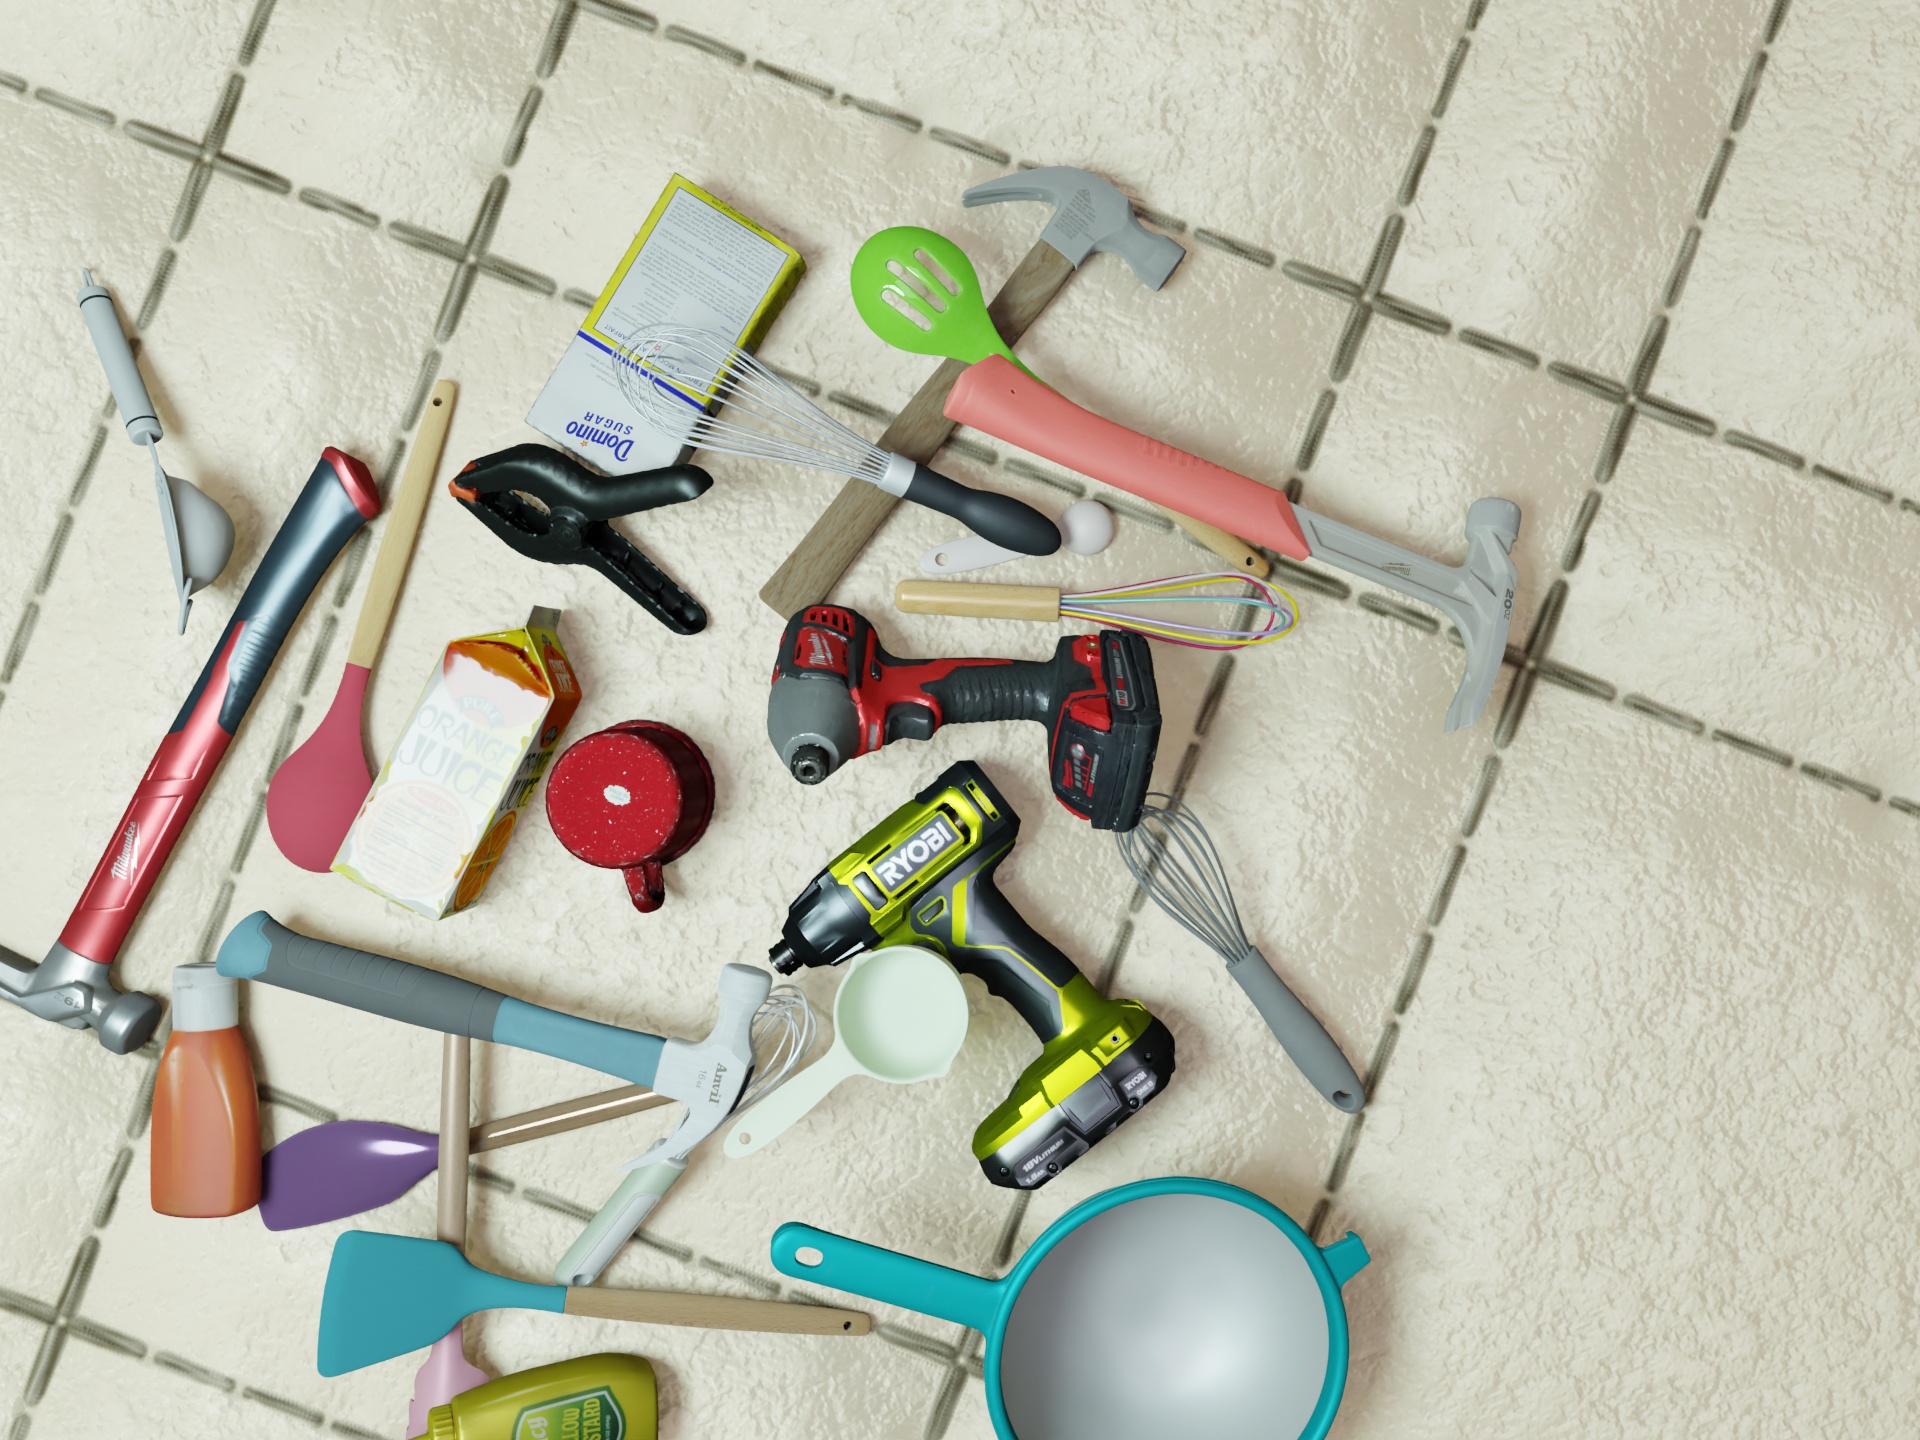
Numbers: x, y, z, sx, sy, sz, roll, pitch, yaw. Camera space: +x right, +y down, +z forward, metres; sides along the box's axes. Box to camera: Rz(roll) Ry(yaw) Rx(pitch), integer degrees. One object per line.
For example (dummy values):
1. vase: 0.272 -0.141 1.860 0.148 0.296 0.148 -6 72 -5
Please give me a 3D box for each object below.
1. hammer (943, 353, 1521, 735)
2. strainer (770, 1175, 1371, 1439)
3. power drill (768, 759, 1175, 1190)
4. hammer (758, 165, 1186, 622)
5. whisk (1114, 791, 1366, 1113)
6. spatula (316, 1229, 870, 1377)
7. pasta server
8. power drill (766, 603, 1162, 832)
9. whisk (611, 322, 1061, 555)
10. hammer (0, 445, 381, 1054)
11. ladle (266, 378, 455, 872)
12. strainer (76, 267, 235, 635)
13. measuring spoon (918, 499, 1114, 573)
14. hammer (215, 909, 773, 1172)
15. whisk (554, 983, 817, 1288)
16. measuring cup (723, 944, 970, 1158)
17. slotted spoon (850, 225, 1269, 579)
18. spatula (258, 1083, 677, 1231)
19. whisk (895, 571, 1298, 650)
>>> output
1. hammer: 0.159 -0.118 0.930 0.359 0.036 0.149 20 73 -9
2. strainer: 0.052 0.337 0.928 0.340 0.095 0.211 18 92 -7
3. power drill: 0.007 0.160 0.953 0.171 0.080 0.223 -38 86 0
4. hammer: -0.013 -0.198 0.976 0.130 0.031 0.331 38 90 0
5. whisk: 0.174 0.143 0.968 0.055 0.055 0.239 -37 94 0
6. spatula: -0.209 0.351 0.943 0.317 0.044 0.082 8 85 -10
7. pasta server: -0.306 0.317 0.963 0.060 0.040 0.316 2 91 0
8. power drill: -0.001 -0.003 0.917 0.219 0.143 0.078 6 123 -3
9. whisk: -0.066 -0.156 0.925 0.284 0.070 0.070 21 90 -16
10. hammer: -0.477 0.001 0.971 0.143 0.038 0.386 28 90 2
11. ladle: -0.361 -0.058 0.978 0.069 0.031 0.315 16 88 -1
12. strainer: -0.485 -0.168 0.956 0.050 0.087 0.258 -19 74 -31
13. measuring spoon: 0.035 -0.110 0.981 0.124 0.018 0.034 -13 90 1
14. hammer: -0.279 0.169 0.926 0.331 0.033 0.128 13 89 10
15. whisk: -0.168 0.254 0.953 0.057 0.059 0.246 30 104 -39
16. measuring cup: -0.066 0.193 0.906 0.167 0.038 0.083 -39 84 6
17. slotted spoon: 0.066 -0.183 0.952 0.313 0.031 0.070 37 93 -11
18. spatula: -0.283 0.252 0.979 0.316 0.018 0.060 -14 90 1
19. whisk: 0.083 -0.072 0.973 0.245 0.051 0.047 3 81 5
